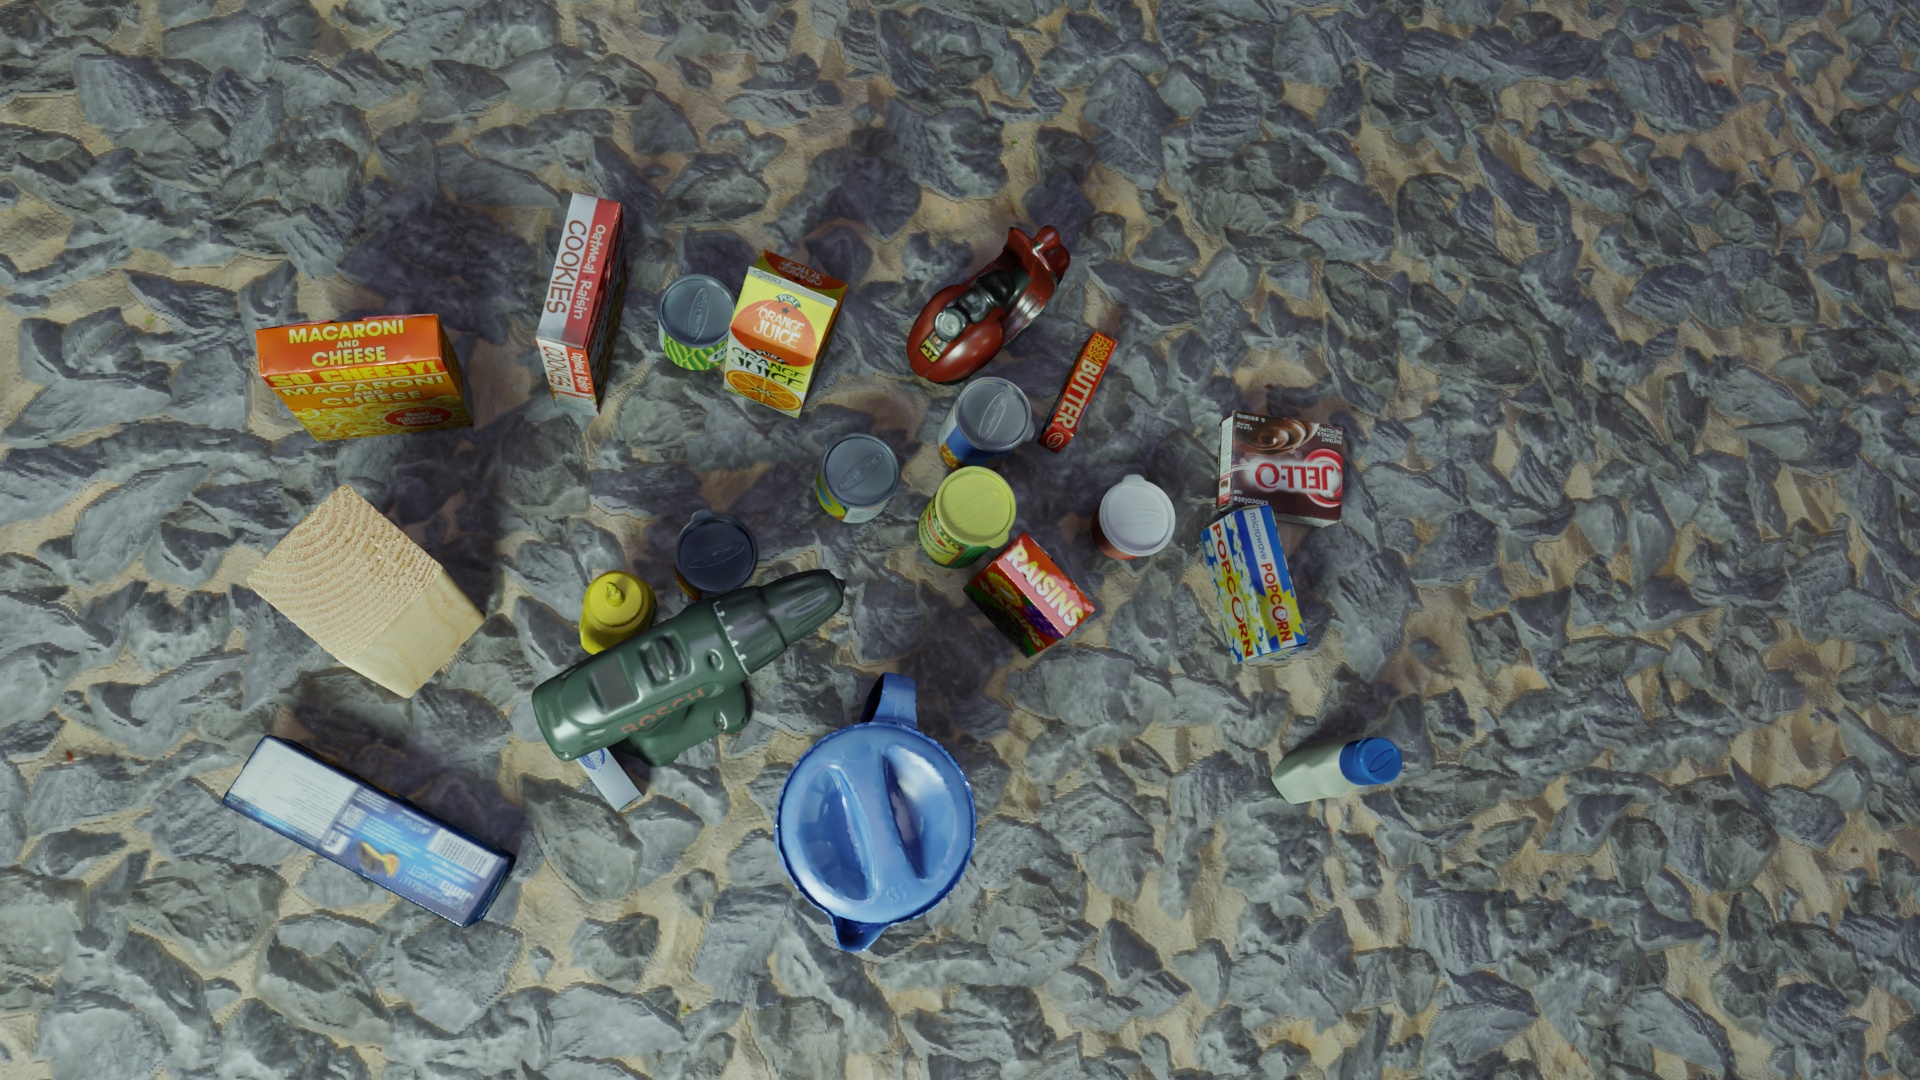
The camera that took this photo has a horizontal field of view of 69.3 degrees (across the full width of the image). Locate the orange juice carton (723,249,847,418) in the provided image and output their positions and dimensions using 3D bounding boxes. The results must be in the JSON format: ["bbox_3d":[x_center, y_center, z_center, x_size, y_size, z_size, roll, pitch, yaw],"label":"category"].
[{"bbox_3d":[-0.142,-0.170,1.121,0.072,0.192,0.073,22,74,-6],"label":"orange juice carton"}]

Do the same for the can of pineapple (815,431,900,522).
[{"bbox_3d":[-0.088,-0.054,1.175,0.071,0.057,0.071,3,77,-11],"label":"can of pineapple"}]

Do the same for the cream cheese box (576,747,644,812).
[{"bbox_3d":[-0.287,0.166,1.084,0.024,0.053,0.104,-37,86,-17],"label":"cream cheese box"}]

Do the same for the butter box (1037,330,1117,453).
[{"bbox_3d":[0.104,-0.132,1.236,0.024,0.053,0.104,27,73,-4],"label":"butter box"}]

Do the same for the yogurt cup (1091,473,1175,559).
[{"bbox_3d":[0.148,-0.015,1.216,0.072,0.053,0.072,3,77,-11],"label":"yogurt cup"}]

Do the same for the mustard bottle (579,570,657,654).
[{"bbox_3d":[-0.262,0.054,1.060,0.049,0.160,0.065,23,74,-6],"label":"mustard bottle"}]

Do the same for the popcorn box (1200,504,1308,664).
[{"bbox_3d":[0.254,0.039,1.209,0.038,0.085,0.127,-10,79,-14],"label":"popcorn box"}]

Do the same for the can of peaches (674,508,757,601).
[{"bbox_3d":[-0.201,0.014,1.135,0.071,0.058,0.071,3,77,-11],"label":"can of peaches"}]

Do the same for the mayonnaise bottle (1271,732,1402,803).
[{"bbox_3d":[0.314,0.188,1.153,0.065,0.147,0.041,-35,86,-17],"label":"mayonnaise bottle"}]

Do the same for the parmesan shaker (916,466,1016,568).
[{"bbox_3d":[0.004,-0.015,1.161,0.071,0.103,0.071,3,77,-11],"label":"parmesan shaker"}]

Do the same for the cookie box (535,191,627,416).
[{"bbox_3d":[-0.297,-0.183,1.105,0.040,0.167,0.123,11,75,-9],"label":"cookie box"}]

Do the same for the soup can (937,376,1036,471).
[{"bbox_3d":[0.022,-0.095,1.194,0.071,0.083,0.071,3,77,-11],"label":"soup can"}]

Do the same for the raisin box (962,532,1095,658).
[{"bbox_3d":[0.055,0.048,1.146,0.040,0.123,0.086,-42,88,-17],"label":"raisin box"}]

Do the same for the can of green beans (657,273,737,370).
[{"bbox_3d":[-0.223,-0.184,1.178,0.071,0.057,0.071,3,77,-11],"label":"can of green beans"}]

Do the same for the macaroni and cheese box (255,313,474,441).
[{"bbox_3d":[-0.449,-0.123,1.060,0.124,0.166,0.040,-8,79,-13],"label":"macaroni and cheese box"}]
